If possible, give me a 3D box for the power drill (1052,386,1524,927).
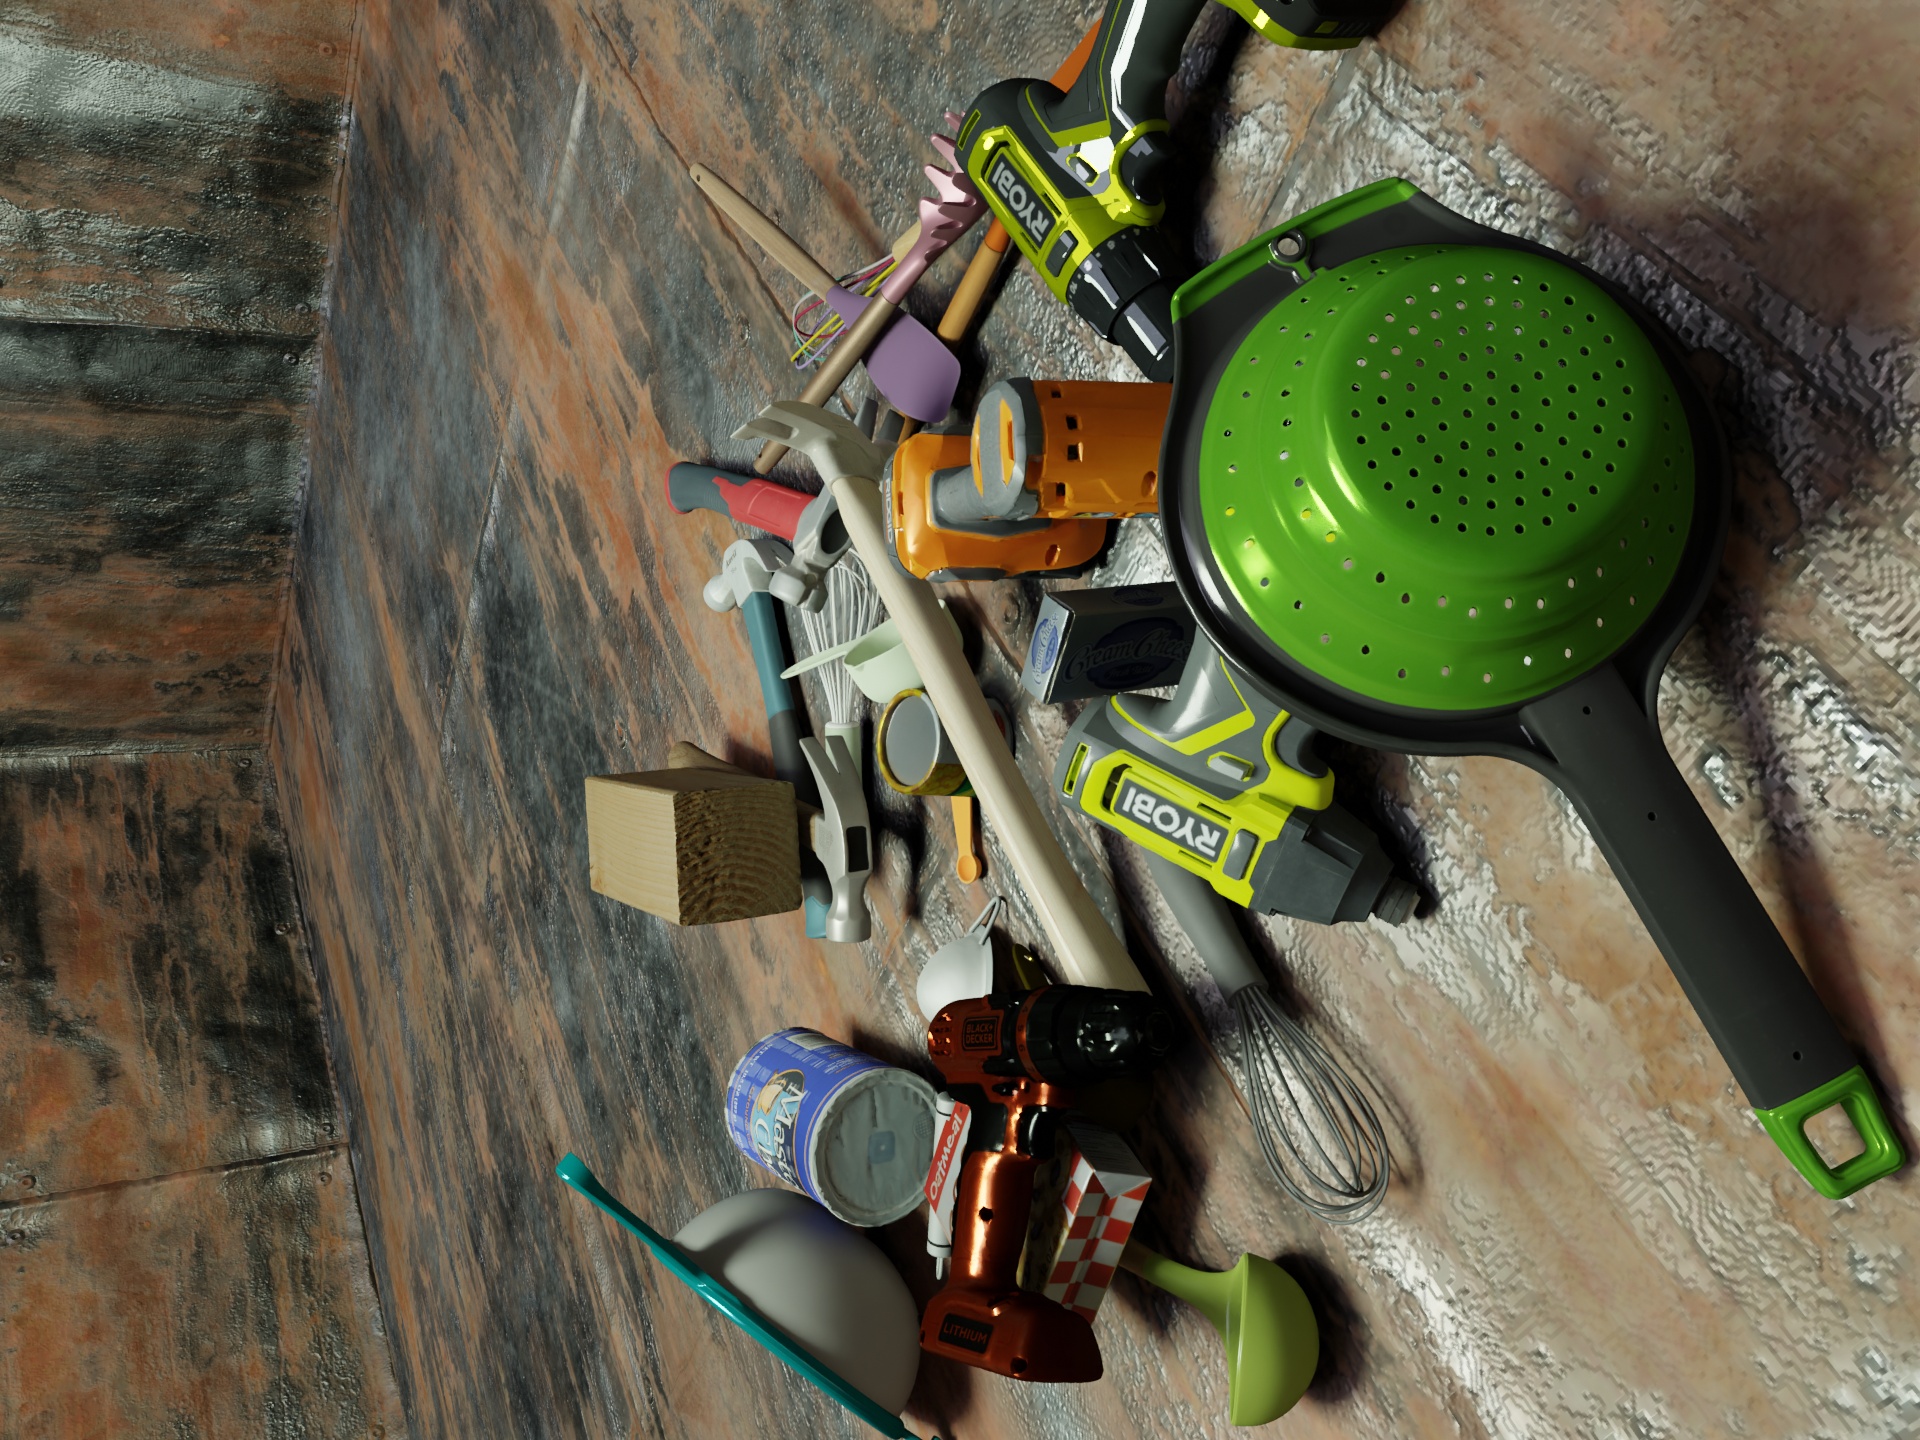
[{"bbox_3d":[0.149,-0.023,0.690,0.171,0.080,0.223,27,120,18],"label":"power drill"}]

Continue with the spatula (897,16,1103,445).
[{"bbox_3d":[0.020,-0.270,0.966,0.322,0.041,0.081,-56,48,49],"label":"spatula"}]

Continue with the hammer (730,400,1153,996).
[{"bbox_3d":[-0.001,-0.003,0.895,0.038,0.146,0.411,-34,71,23],"label":"hammer"}]

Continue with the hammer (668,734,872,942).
[{"bbox_3d":[-0.148,0.057,1.179,0.331,0.031,0.130,18,110,58],"label":"hammer"}]

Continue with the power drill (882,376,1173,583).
[{"bbox_3d":[0.061,-0.120,0.806,0.226,0.164,0.084,175,92,-70],"label":"power drill"}]

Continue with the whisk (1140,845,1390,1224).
[{"bbox_3d":[0.139,0.135,0.779,0.055,0.055,0.239,-63,38,38],"label":"whisk"}]

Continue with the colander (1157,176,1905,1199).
[{"bbox_3d":[0.210,-0.023,0.535,0.397,0.204,0.094,62,180,10],"label":"colander"}]

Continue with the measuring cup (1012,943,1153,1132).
[{"bbox_3d":[0.064,0.168,0.904,0.029,0.062,0.157,-54,33,17],"label":"measuring cup"}]

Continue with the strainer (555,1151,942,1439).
[{"bbox_3d":[-0.131,0.344,1.045,0.211,0.340,0.095,16,61,47],"label":"strainer"}]

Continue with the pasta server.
[{"bbox_3d":[-0.064,-0.253,1.002,0.316,0.040,0.060,-42,44,46],"label":"pasta server"}]

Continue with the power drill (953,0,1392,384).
[{"bbox_3d":[0.102,-0.294,0.771,0.191,0.080,0.228,57,140,18],"label":"power drill"}]

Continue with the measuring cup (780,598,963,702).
[{"bbox_3d":[-0.062,-0.034,1.050,0.167,0.083,0.038,-15,114,49],"label":"measuring cup"}]

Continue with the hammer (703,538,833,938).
[{"bbox_3d":[-0.134,0.010,1.216,0.128,0.033,0.331,-42,57,52],"label":"hammer"}]

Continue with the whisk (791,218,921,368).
[{"bbox_3d":[-0.047,-0.301,1.057,0.245,0.047,0.051,-26,77,51],"label":"whisk"}]

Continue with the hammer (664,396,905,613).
[{"bbox_3d":[-0.151,-0.179,1.194,0.143,0.038,0.387,-65,28,2],"label":"hammer"}]

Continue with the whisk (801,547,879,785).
[{"bbox_3d":[-0.083,-0.005,1.125,0.059,0.058,0.246,-66,-25,-81],"label":"whisk"}]

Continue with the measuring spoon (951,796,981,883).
[{"bbox_3d":[0.004,0.046,1.022,0.021,0.011,0.117,-15,75,49],"label":"measuring spoon"}]

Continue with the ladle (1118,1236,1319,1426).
[{"bbox_3d":[0.080,0.291,0.871,0.320,0.062,0.078,5,90,60],"label":"ladle"}]

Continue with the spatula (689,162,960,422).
[{"bbox_3d":[-0.099,-0.297,1.071,0.316,0.018,0.059,47,133,30],"label":"spatula"}]

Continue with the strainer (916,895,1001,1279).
[{"bbox_3d":[-0.007,0.237,1.011,0.087,0.050,0.258,-140,53,-73],"label":"strainer"}]
